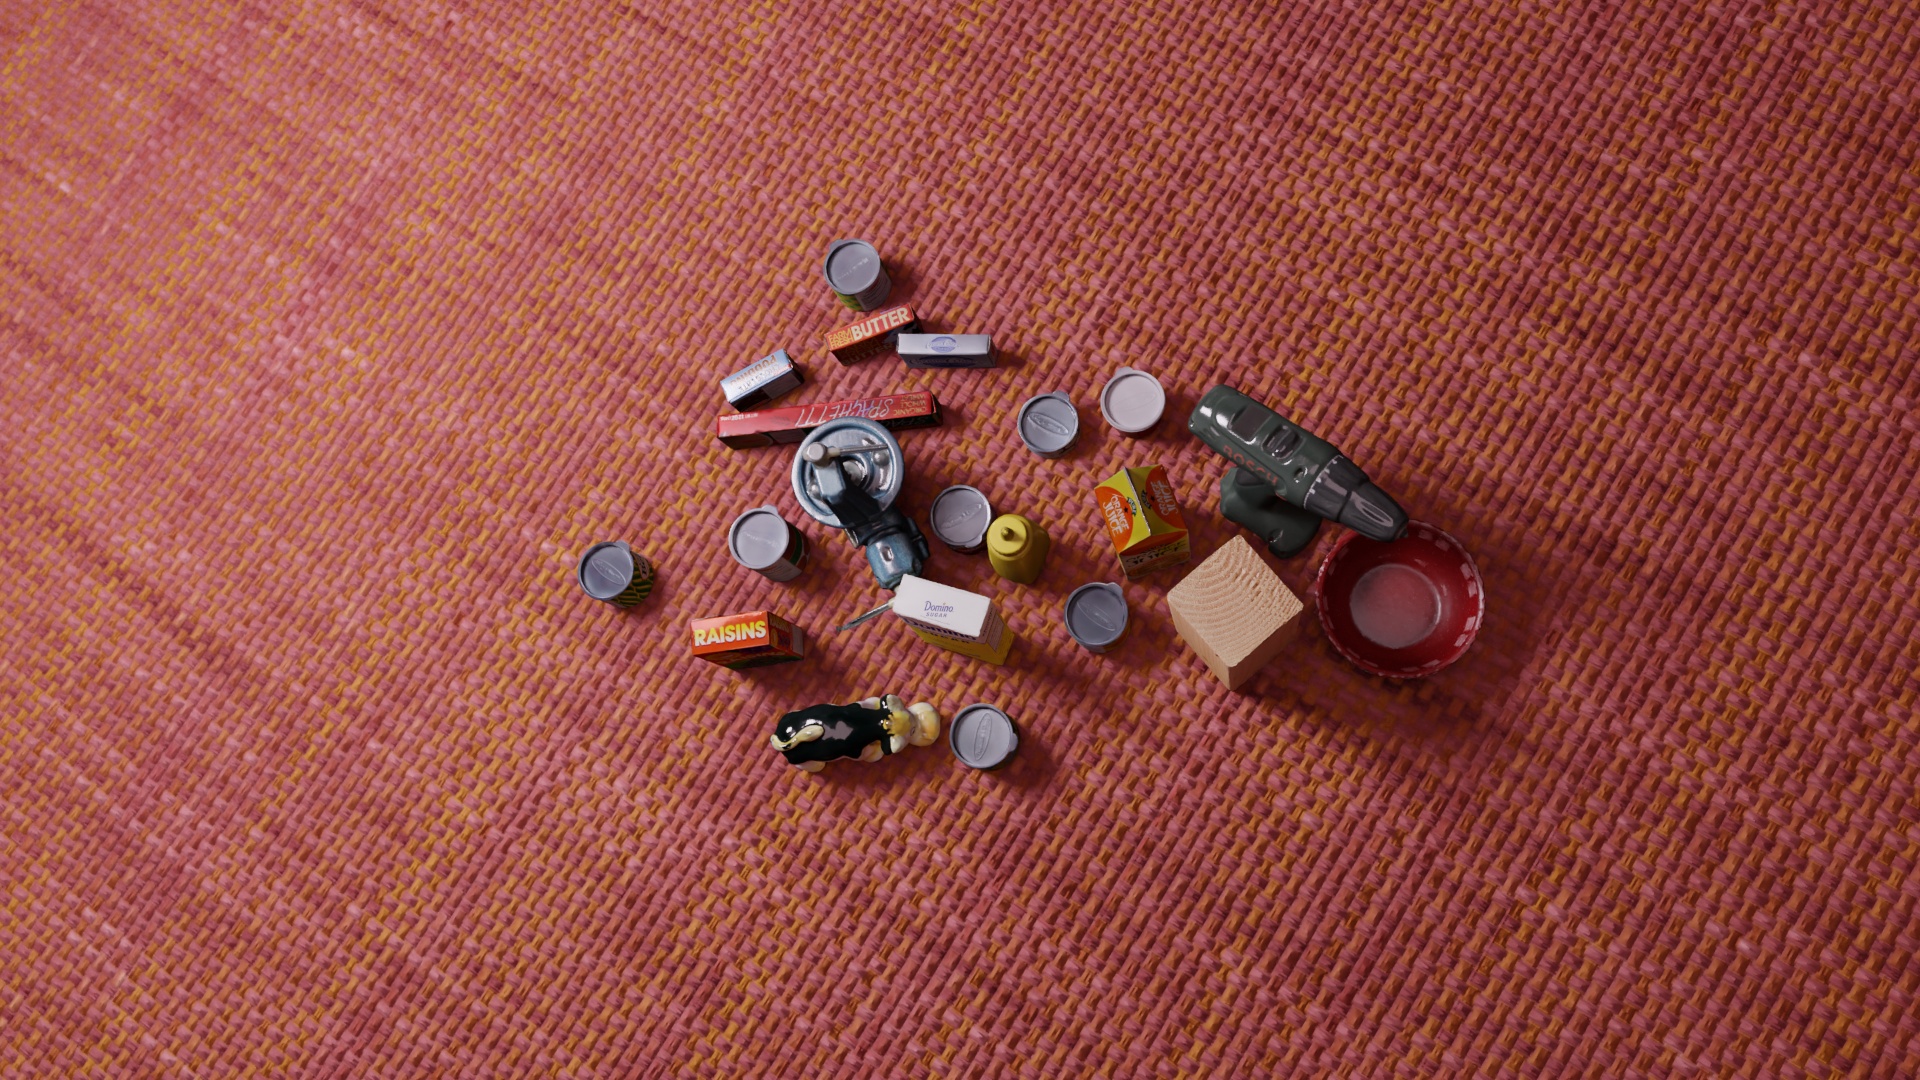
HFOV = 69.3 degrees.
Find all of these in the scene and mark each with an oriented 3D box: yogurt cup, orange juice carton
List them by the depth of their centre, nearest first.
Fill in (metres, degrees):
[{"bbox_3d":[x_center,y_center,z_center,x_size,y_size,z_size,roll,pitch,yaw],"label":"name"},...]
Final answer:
[{"bbox_3d":[0.182,-0.019,1.384,0.073,0.192,0.072,-20,75,6],"label":"orange juice carton"},{"bbox_3d":[0.186,-0.142,1.484,0.072,0.054,0.072,-2,77,10],"label":"yogurt cup"}]

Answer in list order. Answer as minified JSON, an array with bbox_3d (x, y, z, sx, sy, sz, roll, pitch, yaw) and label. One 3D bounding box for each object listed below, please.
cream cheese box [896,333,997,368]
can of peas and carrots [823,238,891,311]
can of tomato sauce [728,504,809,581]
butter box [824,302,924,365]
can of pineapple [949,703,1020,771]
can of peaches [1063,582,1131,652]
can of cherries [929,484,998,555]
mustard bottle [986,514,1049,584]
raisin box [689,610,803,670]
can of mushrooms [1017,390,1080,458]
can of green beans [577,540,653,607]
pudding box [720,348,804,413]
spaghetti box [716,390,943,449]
[{"bbox_3d":[-0.014,-0.209,1.537,0.104,0.053,0.024,2,78,11],"label":"cream cheese box"},{"bbox_3d":[-0.118,-0.302,1.575,0.071,0.058,0.071,-2,77,10],"label":"can of peas and carrots"},{"bbox_3d":[-0.206,0.004,1.510,0.071,0.083,0.071,-2,77,10],"label":"can of tomato sauce"},{"bbox_3d":[-0.096,-0.231,1.558,0.103,0.053,0.024,-20,75,6],"label":"butter box"},{"bbox_3d":[0.027,0.205,1.433,0.071,0.058,0.071,-2,77,10],"label":"can of pineapple"},{"bbox_3d":[0.144,0.079,1.439,0.071,0.058,0.071,-2,77,10],"label":"can of peaches"},{"bbox_3d":[0.005,-0.019,1.488,0.071,0.058,0.071,-2,77,10],"label":"can of cherries"},{"bbox_3d":[0.056,0.003,1.420,0.049,0.160,0.065,20,82,14],"label":"mustard bottle"},{"bbox_3d":[-0.224,0.106,1.469,0.086,0.123,0.040,-8,77,9],"label":"raisin box"},{"bbox_3d":[0.098,-0.126,1.507,0.071,0.033,0.071,-2,77,10],"label":"can of mushrooms"},{"bbox_3d":[-0.384,0.039,1.548,0.071,0.057,0.071,-2,77,10],"label":"can of green beans"},{"bbox_3d":[-0.224,-0.179,1.572,0.084,0.049,0.030,-28,74,4],"label":"pudding box"},{"bbox_3d":[-0.145,-0.133,1.546,0.250,0.050,0.029,-6,77,9],"label":"spaghetti box"}]
